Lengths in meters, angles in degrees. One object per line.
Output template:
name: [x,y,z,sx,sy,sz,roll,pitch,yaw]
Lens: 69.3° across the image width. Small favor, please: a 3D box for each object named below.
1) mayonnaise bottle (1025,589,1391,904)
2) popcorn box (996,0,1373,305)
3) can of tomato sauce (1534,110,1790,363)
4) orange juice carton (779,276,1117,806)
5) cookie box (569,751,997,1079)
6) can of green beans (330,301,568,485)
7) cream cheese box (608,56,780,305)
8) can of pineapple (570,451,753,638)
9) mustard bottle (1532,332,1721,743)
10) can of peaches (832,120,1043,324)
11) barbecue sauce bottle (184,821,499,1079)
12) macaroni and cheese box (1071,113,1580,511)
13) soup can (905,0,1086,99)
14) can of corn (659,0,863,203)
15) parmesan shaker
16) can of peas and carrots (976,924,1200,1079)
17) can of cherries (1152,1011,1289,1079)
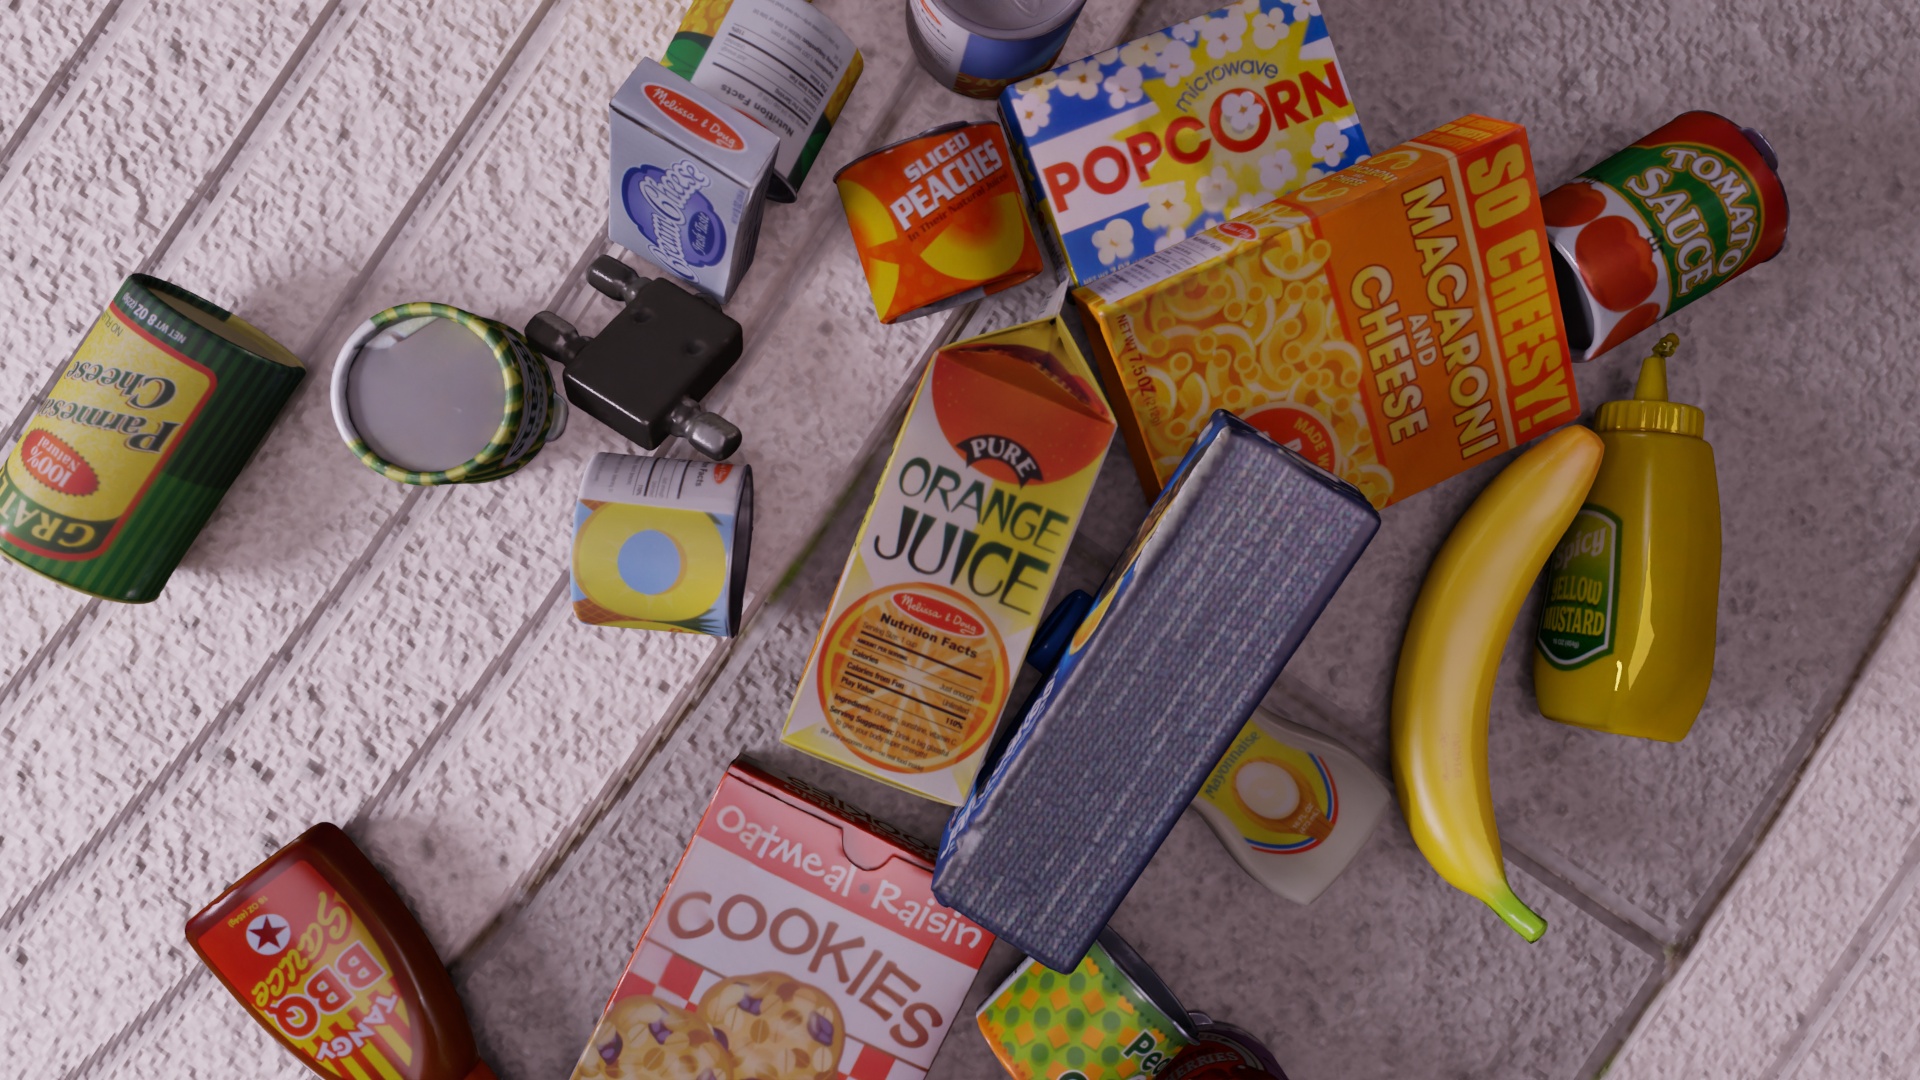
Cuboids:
mayonnaise bottle: [0.094,0.077,0.549,0.148,0.041,0.064,37,93,-4]
popcorn box: [0.087,-0.153,0.540,0.127,0.038,0.085,-21,94,-3]
can of tomato sauce: [0.261,-0.117,0.537,0.083,0.071,0.071,-30,94,-1]
orange juice carton: [0.002,-0.007,0.524,0.073,0.072,0.192,21,92,-3]
cookie box: [-0.071,0.185,0.544,0.123,0.040,0.167,27,91,-4]
can of green beans: [-0.190,-0.053,0.517,0.071,0.058,0.071,0,93,-4]
cream cheese box: [-0.097,-0.124,0.497,0.053,0.103,0.024,31,72,-6]
can of pineapple: [-0.110,0.003,0.521,0.058,0.071,0.071,5,93,-4]
mustard bottle: [0.265,-0.004,0.548,0.049,0.065,0.160,8,87,-13]
can of peaches: [-0.007,-0.118,0.519,0.071,0.071,0.058,-18,95,-3]
barbecue sauce bottle: [-0.223,0.183,0.533,0.065,0.043,0.148,-38,95,-2]
macaroni and cheese box: [0.141,-0.071,0.528,0.166,0.040,0.123,-25,116,-3]
soup can: [0.016,-0.206,0.510,0.071,0.084,0.071,0,93,-4]
can of corn: [-0.078,-0.168,0.516,0.071,0.071,0.058,27,87,-5]
parmesan shaker: [-0.300,-0.039,0.507,0.071,0.071,0.103,33,90,-5]
can of peas and carrots: [0.050,0.187,0.538,0.059,0.071,0.071,-45,95,0]
can of cherries: [0.103,0.232,0.549,0.071,0.058,0.071,0,93,-4]
